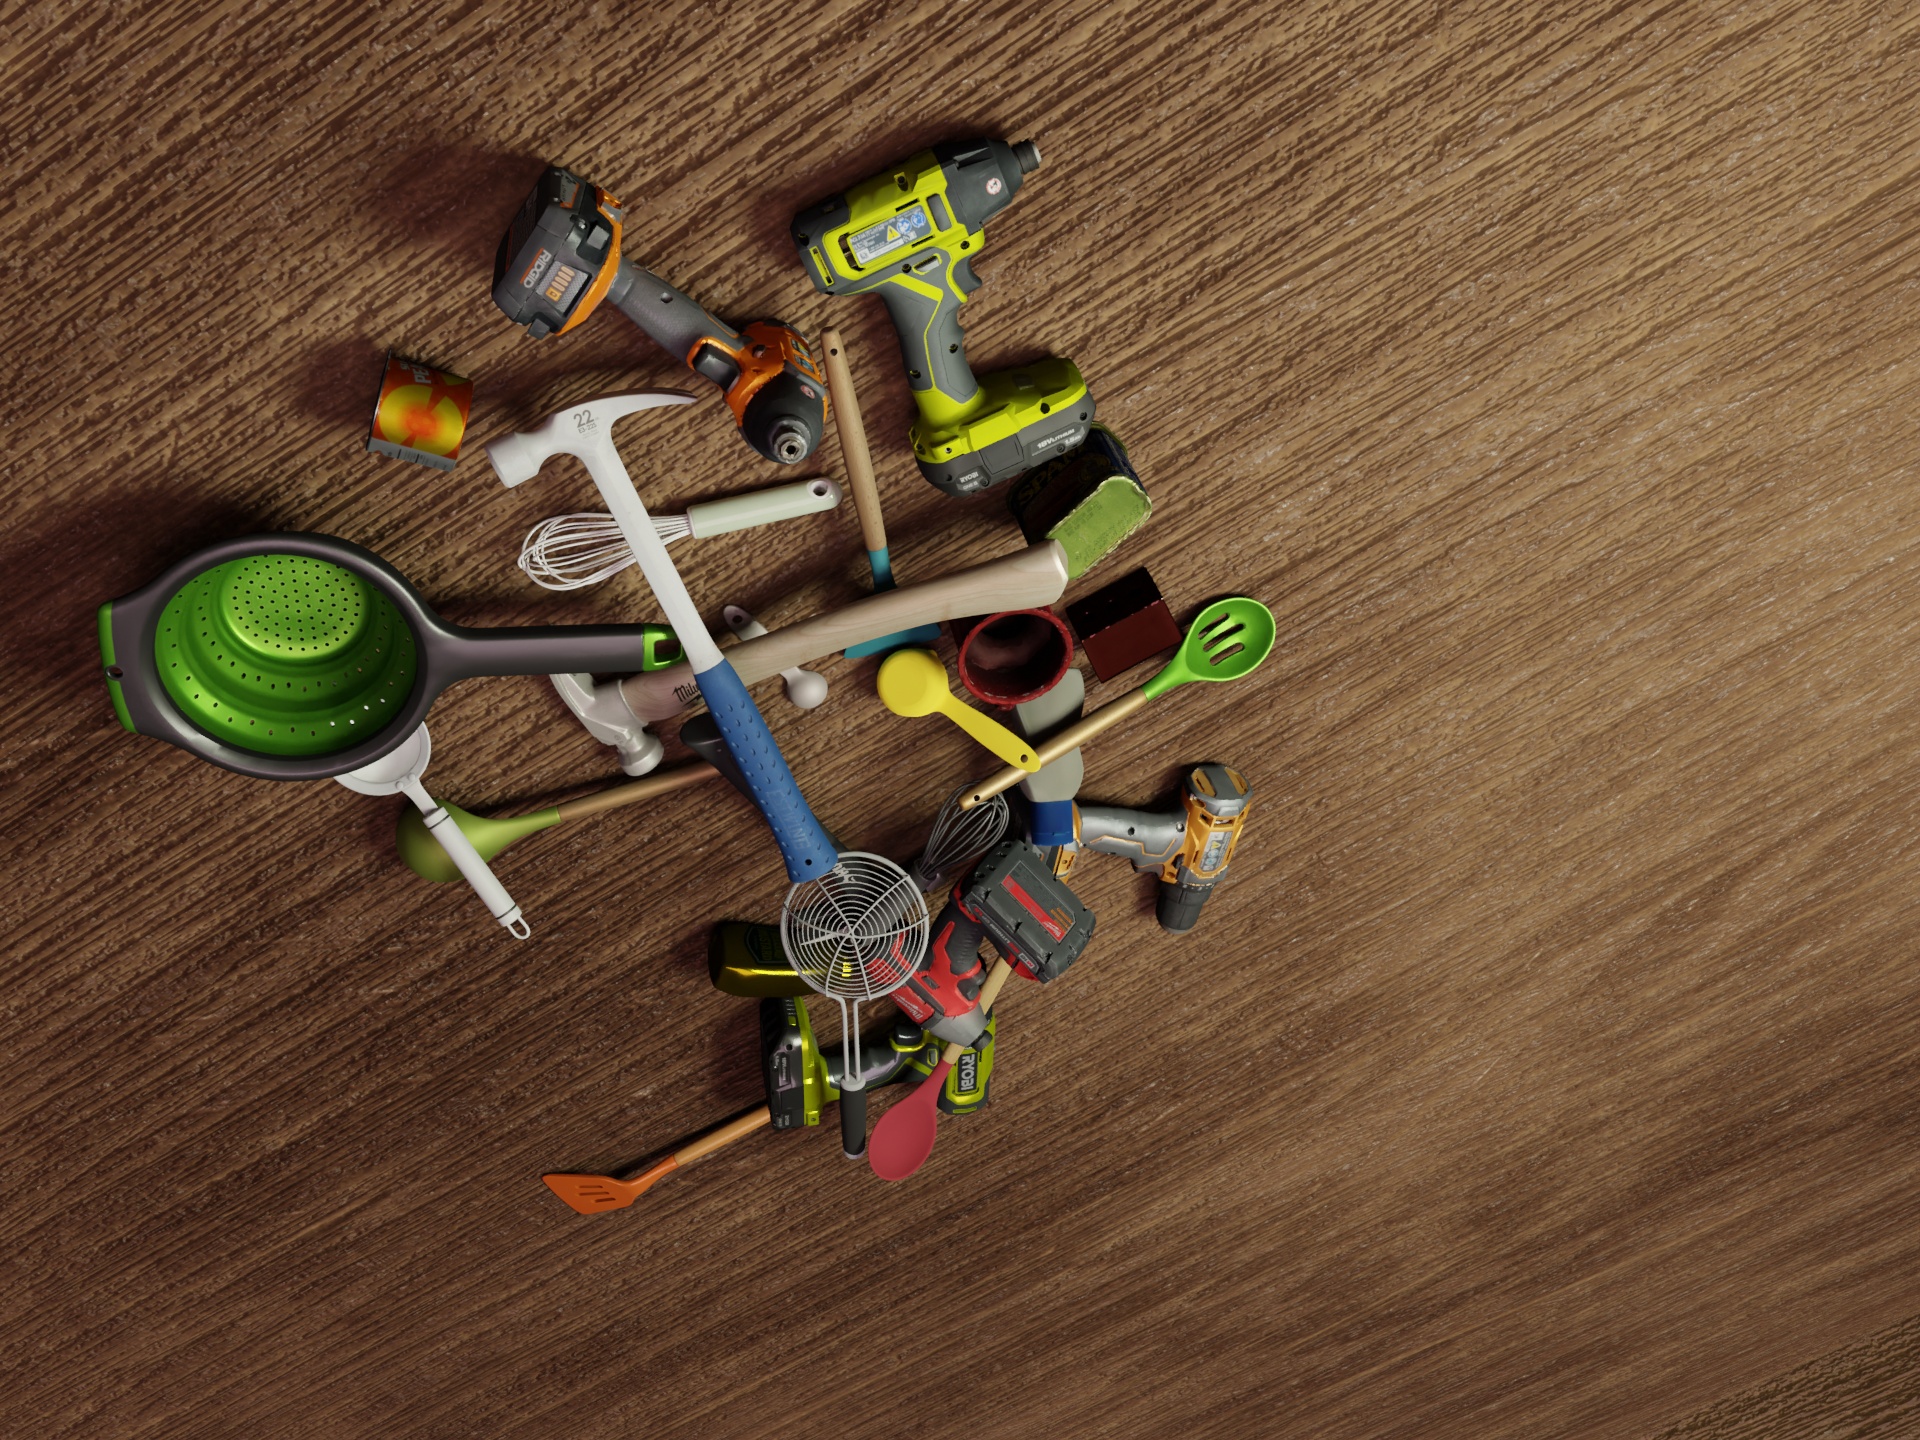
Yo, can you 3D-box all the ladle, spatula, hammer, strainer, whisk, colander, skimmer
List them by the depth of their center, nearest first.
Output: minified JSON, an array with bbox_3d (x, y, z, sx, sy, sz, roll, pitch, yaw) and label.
[{"bbox_3d":[-0.184,-0.052,1.166,0.144,0.035,0.405,-28,116,-7],"label":"hammer"},{"bbox_3d":[-0.402,-0.067,1.166,0.397,0.095,0.204,-3,125,-16],"label":"colander"},{"bbox_3d":[-0.208,-0.145,1.188,0.246,0.058,0.059,-14,163,-7],"label":"whisk"},{"bbox_3d":[-0.071,-0.157,1.190,0.082,0.044,0.317,-14,133,-3],"label":"spatula"},{"bbox_3d":[-0.117,-0.069,1.214,0.410,0.038,0.146,-17,130,16],"label":"hammer"},{"bbox_3d":[-0.420,0.070,1.258,0.087,0.050,0.258,-31,103,7],"label":"strainer"},{"bbox_3d":[-0.310,0.064,1.330,0.320,0.062,0.078,-17,119,-9],"label":"ladle"},{"bbox_3d":[-0.140,0.091,1.346,0.146,0.035,0.334,-28,141,8],"label":"hammer"},{"bbox_3d":[-0.033,0.129,1.379,0.055,0.055,0.239,21,130,-27],"label":"whisk"},{"bbox_3d":[-0.095,0.270,1.446,0.127,0.090,0.363,4,135,1],"label":"skimmer"},{"bbox_3d":[-0.001,0.301,1.510,0.069,0.031,0.315,23,103,-28],"label":"ladle"},{"bbox_3d":[-0.271,0.431,1.629,0.322,0.041,0.080,-28,129,3],"label":"spatula"}]

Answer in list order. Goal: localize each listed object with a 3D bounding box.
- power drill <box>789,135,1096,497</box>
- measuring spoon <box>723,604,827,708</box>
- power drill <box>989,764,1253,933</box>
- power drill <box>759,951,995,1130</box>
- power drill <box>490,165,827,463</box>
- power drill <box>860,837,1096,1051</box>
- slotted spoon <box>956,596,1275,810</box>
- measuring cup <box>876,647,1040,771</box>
[{"bbox_3d":[0.004,-0.283,1.110,0.171,0.080,0.223,-23,126,6],"label":"power drill"},{"bbox_3d":[-0.151,-0.049,1.288,0.034,0.018,0.124,-33,127,13],"label":"measuring spoon"},{"bbox_3d":[0.144,0.129,1.462,0.226,0.084,0.185,-3,129,-17],"label":"power drill"},{"bbox_3d":[-0.076,0.310,1.549,0.228,0.080,0.190,-6,124,-12],"label":"power drill"},{"bbox_3d":[-0.184,-0.250,1.033,0.226,0.164,0.084,29,113,-28],"label":"power drill"},{"bbox_3d":[0.014,0.210,1.409,0.143,0.078,0.219,46,135,0],"label":"power drill"},{"bbox_3d":[0.129,-0.011,1.323,0.314,0.031,0.070,-31,108,-14],"label":"slotted spoon"},{"bbox_3d":[-0.002,-0.004,1.289,0.062,0.156,0.029,-59,164,11],"label":"measuring cup"}]
